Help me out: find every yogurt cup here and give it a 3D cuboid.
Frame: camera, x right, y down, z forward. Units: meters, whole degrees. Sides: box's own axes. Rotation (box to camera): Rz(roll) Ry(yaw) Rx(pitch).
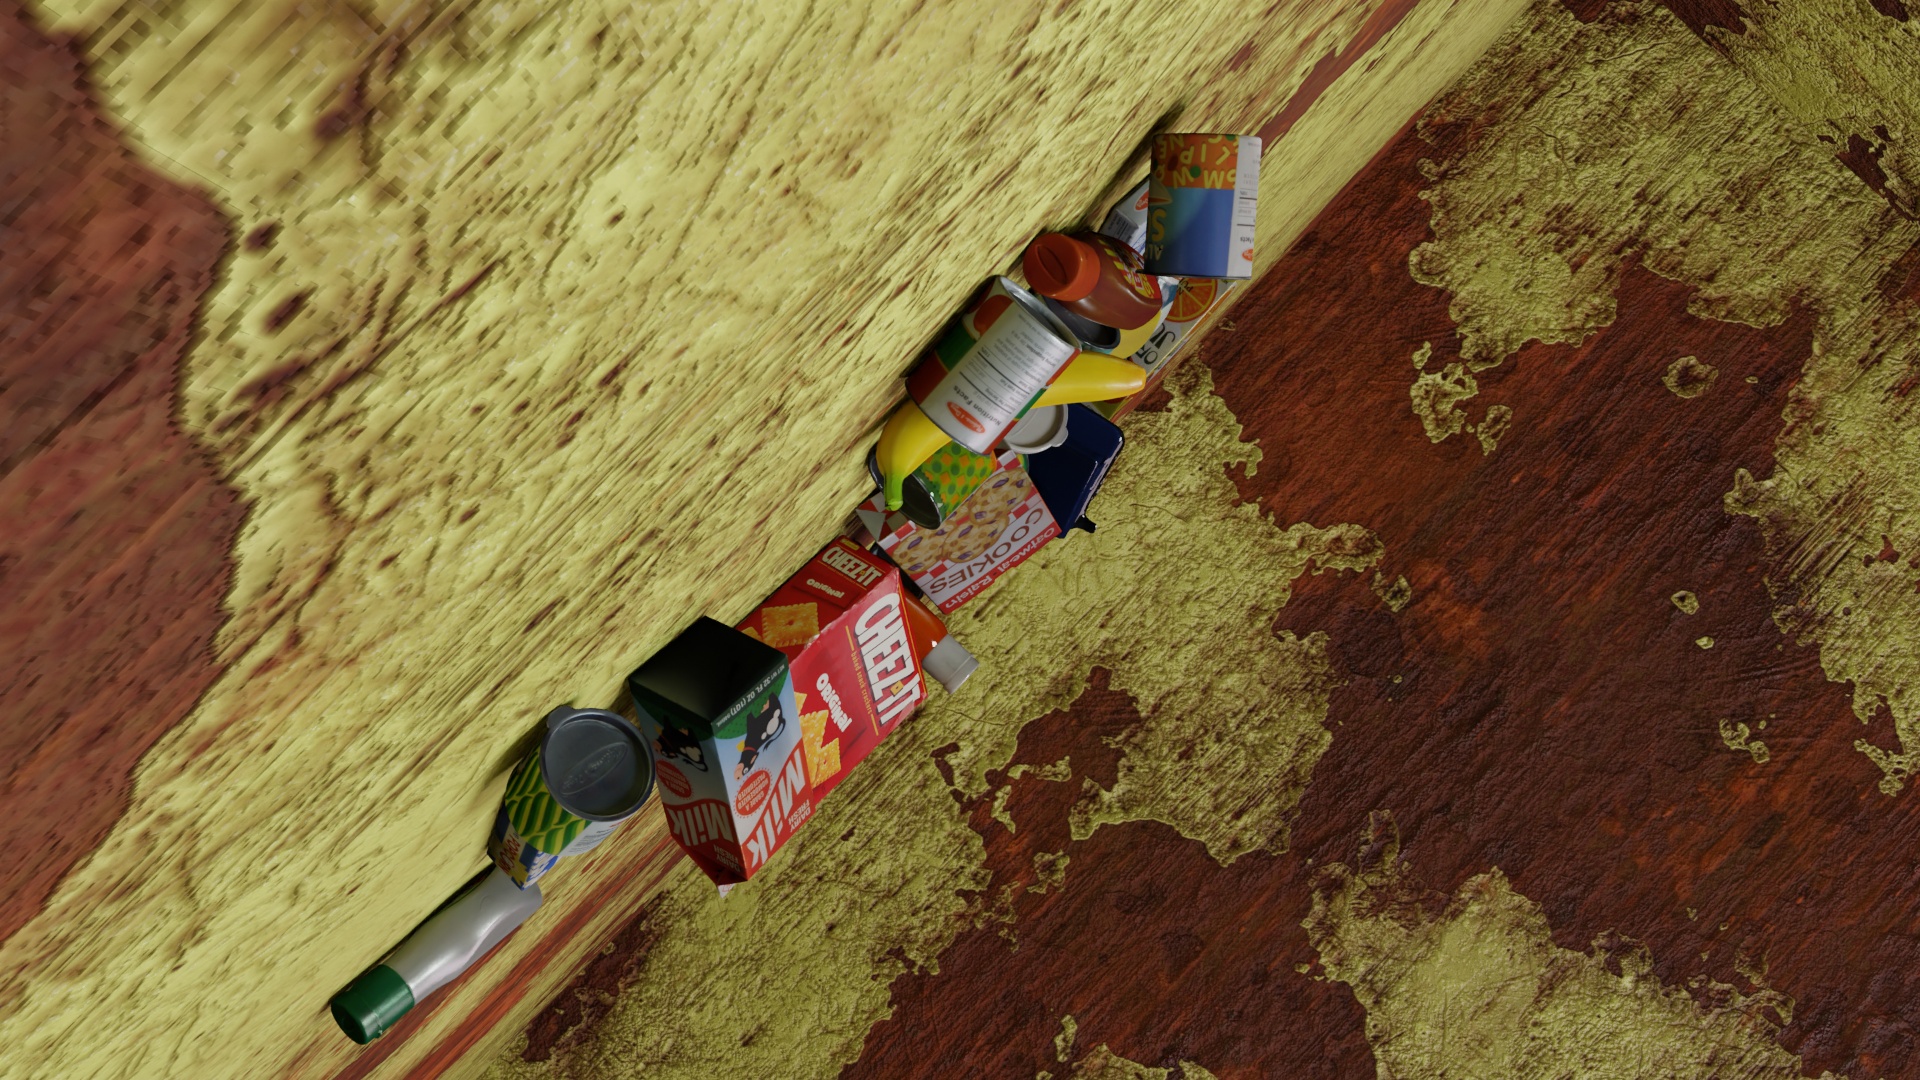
[{"bbox_3d":[0.048,-0.100,1.123,0.072,0.072,0.054,-45,-177,-13],"label":"yogurt cup"}]

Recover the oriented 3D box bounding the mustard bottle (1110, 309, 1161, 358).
[{"bbox_3d":[0.092,-0.158,1.027,0.161,0.065,0.048,-31,160,-52],"label":"mustard bottle"}]

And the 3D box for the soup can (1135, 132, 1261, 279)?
[{"bbox_3d":[0.143,-0.201,0.840,0.071,0.071,0.083,-34,128,-69],"label":"soup can"}]

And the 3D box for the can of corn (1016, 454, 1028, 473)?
[{"bbox_3d":[0.017,-0.062,1.179,0.071,0.071,0.058,-48,175,27],"label":"can of corn"}]

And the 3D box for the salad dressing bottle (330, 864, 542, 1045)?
[{"bbox_3d":[-0.356,0.280,0.949,0.148,0.044,0.064,-40,175,-47],"label":"salad dressing bottle"}]

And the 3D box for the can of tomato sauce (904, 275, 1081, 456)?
[{"bbox_3d":[0.019,-0.102,0.804,0.083,0.071,0.071,-48,175,18],"label":"can of tomato sauce"}]

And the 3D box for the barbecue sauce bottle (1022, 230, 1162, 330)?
[{"bbox_3d":[0.080,-0.164,0.859,0.043,0.065,0.149,-37,170,22],"label":"barbecue sauce bottle"}]

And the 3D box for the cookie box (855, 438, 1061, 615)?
[{"bbox_3d":[0.004,-0.014,1.103,0.123,0.040,0.167,-36,152,1],"label":"cookie box"}]

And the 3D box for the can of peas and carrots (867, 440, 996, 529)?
[{"bbox_3d":[-0.019,-0.052,0.920,0.059,0.071,0.070,-44,176,-21],"label":"can of peas and carrots"}]

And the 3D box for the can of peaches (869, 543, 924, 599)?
[{"bbox_3d":[-0.045,0.014,1.308,0.058,0.071,0.071,-43,175,-34],"label":"can of peaches"}]

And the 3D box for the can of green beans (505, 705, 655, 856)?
[{"bbox_3d":[-0.212,0.135,0.772,0.057,0.071,0.071,-41,180,42],"label":"can of green beans"}]

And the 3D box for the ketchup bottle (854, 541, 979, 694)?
[{"bbox_3d":[-0.049,0.065,1.164,0.043,0.149,0.064,-47,176,-6],"label":"ketchup bottle"}]

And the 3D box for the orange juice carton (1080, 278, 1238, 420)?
[{"bbox_3d":[0.175,-0.201,1.340,0.192,0.072,0.073,-47,175,14],"label":"orange juice carton"}]

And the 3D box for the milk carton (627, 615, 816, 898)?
[{"bbox_3d":[-0.150,0.151,0.909,0.073,0.073,0.189,-43,142,-38],"label":"milk carton"}]

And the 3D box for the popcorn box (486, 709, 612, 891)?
[{"bbox_3d":[-0.255,0.169,0.897,0.085,0.038,0.126,-44,175,-37],"label":"popcorn box"}]

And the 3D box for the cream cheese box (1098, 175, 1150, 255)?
[{"bbox_3d":[0.116,-0.213,0.967,0.053,0.024,0.103,-43,175,-21],"label":"cream cheese box"}]

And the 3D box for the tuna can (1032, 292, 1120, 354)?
[{"bbox_3d":[0.073,-0.142,0.929,0.032,0.071,0.071,-47,175,36],"label":"tuna can"}]
